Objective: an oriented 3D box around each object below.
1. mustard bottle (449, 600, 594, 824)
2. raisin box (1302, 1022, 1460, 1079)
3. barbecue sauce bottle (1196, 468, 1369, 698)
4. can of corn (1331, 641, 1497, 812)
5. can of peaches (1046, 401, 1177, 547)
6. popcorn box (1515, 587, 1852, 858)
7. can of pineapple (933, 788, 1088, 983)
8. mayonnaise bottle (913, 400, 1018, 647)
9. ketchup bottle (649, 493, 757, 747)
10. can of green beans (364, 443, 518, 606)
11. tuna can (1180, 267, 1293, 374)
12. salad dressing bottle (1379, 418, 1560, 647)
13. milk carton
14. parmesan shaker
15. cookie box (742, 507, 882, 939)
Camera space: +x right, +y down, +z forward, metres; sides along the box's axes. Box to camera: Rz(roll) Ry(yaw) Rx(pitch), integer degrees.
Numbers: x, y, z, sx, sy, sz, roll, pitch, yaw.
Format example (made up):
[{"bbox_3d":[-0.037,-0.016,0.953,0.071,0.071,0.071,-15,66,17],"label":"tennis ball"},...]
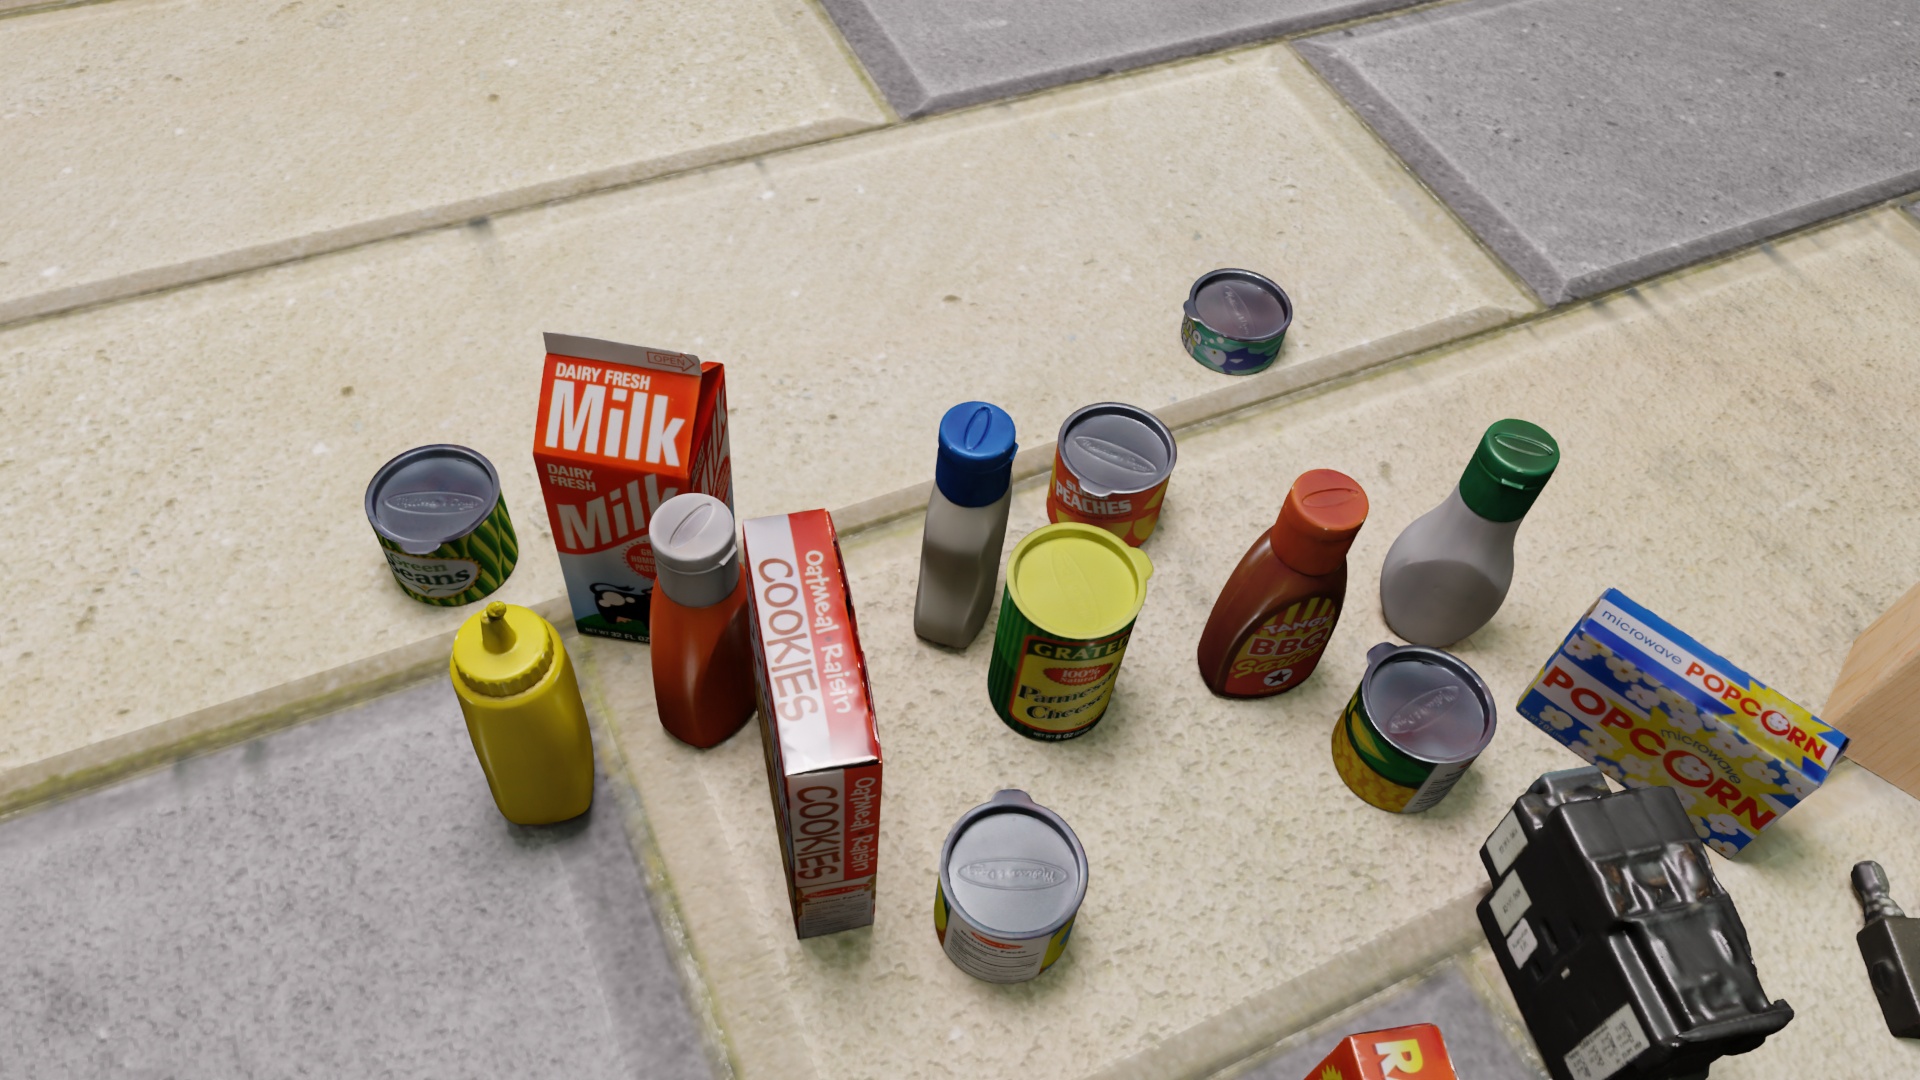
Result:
[{"bbox_3d":[-0.195,0.069,0.614,0.049,0.159,0.065,-10,55,-12],"label":"mustard bottle"},{"bbox_3d":[0.161,0.249,0.536,0.040,0.122,0.086,-3,54,-8],"label":"raisin box"},{"bbox_3d":[0.163,0.024,0.690,0.065,0.147,0.044,-9,55,-12],"label":"barbecue sauce bottle"},{"bbox_3d":[0.225,0.094,0.699,0.071,0.058,0.071,3,53,-3],"label":"can of corn"},{"bbox_3d":[0.083,-0.033,0.781,0.071,0.057,0.071,3,53,-3],"label":"can of peaches"},{"bbox_3d":[0.356,0.091,0.697,0.127,0.084,0.038,37,59,21],"label":"popcorn box"},{"bbox_3d":[0.022,0.158,0.632,0.071,0.057,0.071,3,53,-3],"label":"can of pineapple"},{"bbox_3d":[0.002,-0.009,0.699,0.041,0.147,0.065,16,54,7],"label":"mayonnaise bottle"},{"bbox_3d":[-0.119,0.037,0.653,0.043,0.148,0.065,26,55,14],"label":"ketchup bottle"},{"bbox_3d":[-0.271,-0.007,0.729,0.071,0.057,0.071,3,53,-3],"label":"can of green beans"},{"bbox_3d":[0.173,-0.139,0.885,0.071,0.032,0.071,3,53,-3],"label":"tuna can"},{"bbox_3d":[0.263,-0.002,0.719,0.064,0.146,0.044,19,54,9],"label":"salad dressing bottle"},{"bbox_3d":[-0.154,-0.030,0.674,0.072,0.189,0.074,8,53,1],"label":"milk carton"},{"bbox_3d":[0.053,0.047,0.690,0.071,0.102,0.071,3,53,-3],"label":"parmesan shaker"},{"bbox_3d":[-0.065,0.084,0.611,0.040,0.166,0.123,-8,55,-11],"label":"cookie box"}]
